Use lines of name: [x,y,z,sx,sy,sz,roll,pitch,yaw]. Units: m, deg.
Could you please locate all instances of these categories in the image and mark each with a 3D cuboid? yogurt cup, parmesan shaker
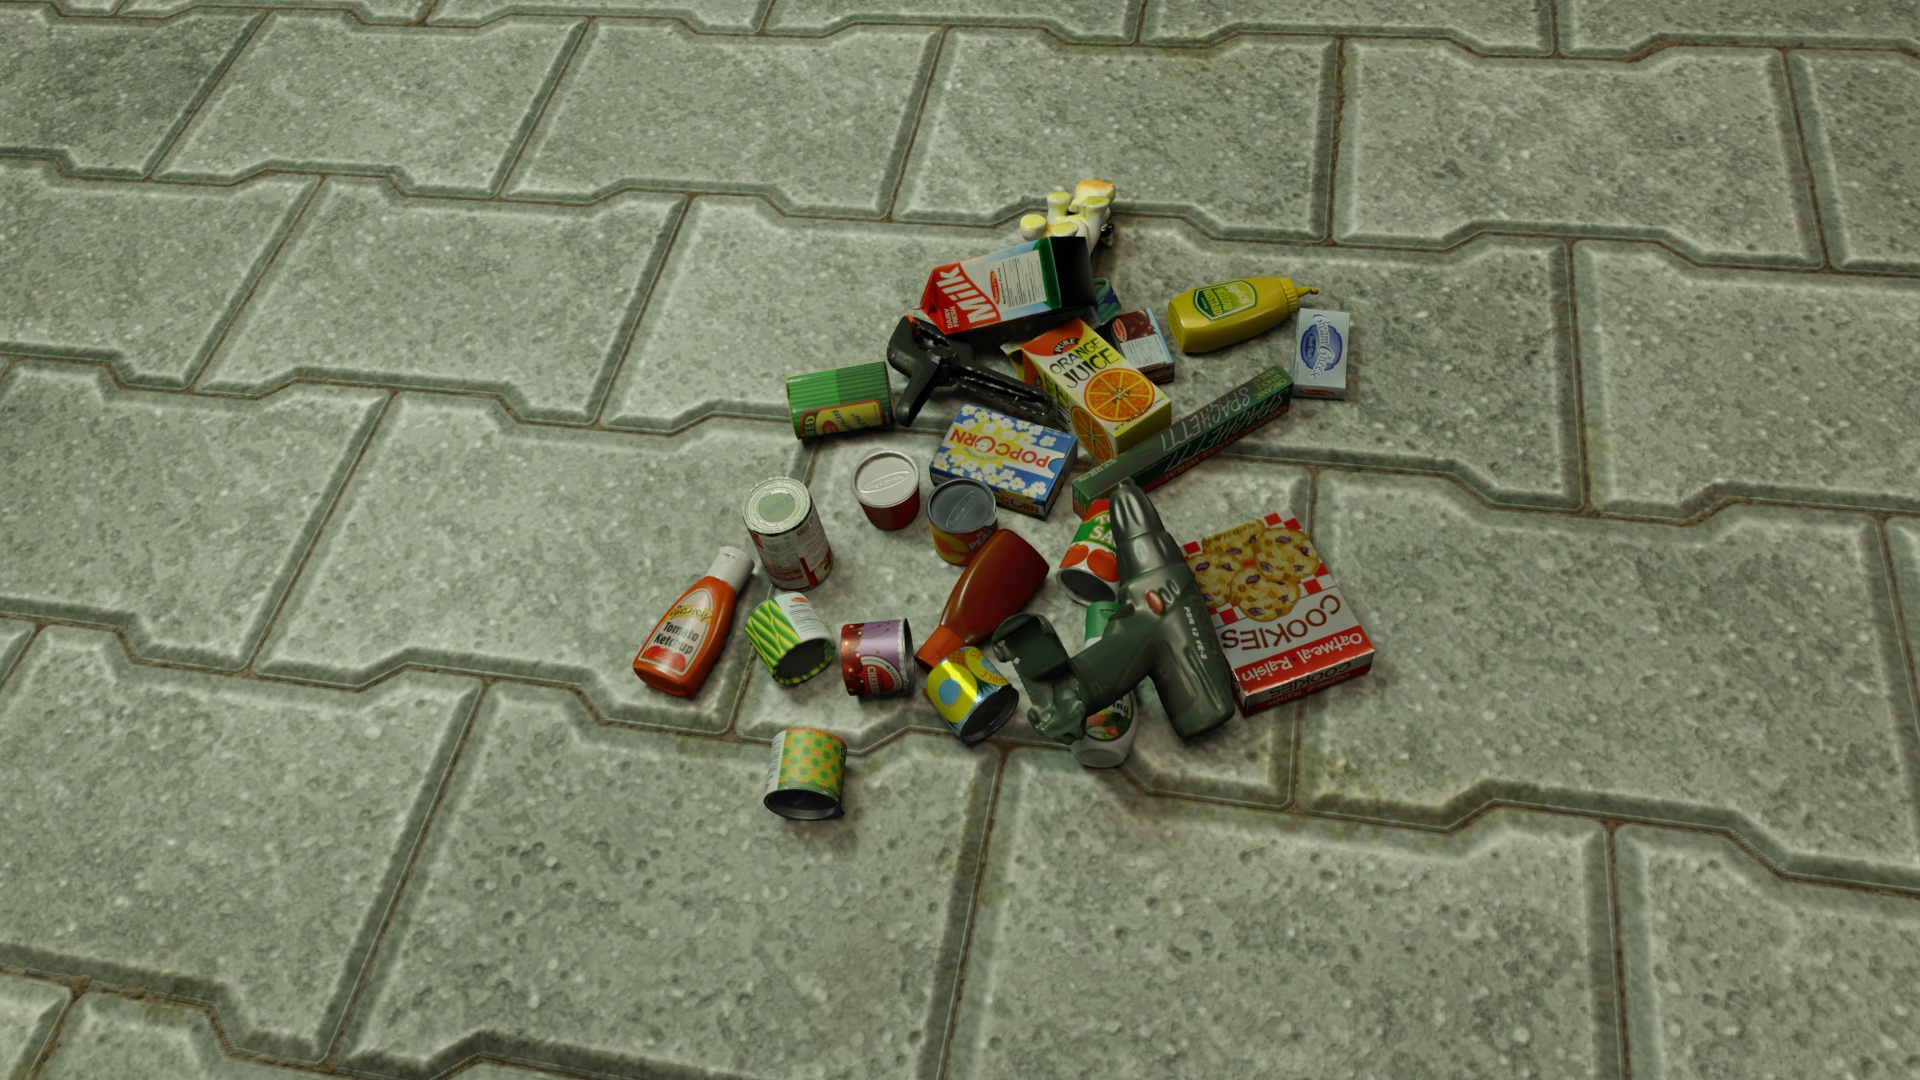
yogurt cup: [-0.070,-0.047,1.362,0.072,0.053,0.073,-3,56,5]
parmesan shaker: [-0.123,-0.146,1.425,0.103,0.071,0.071,-10,55,1]

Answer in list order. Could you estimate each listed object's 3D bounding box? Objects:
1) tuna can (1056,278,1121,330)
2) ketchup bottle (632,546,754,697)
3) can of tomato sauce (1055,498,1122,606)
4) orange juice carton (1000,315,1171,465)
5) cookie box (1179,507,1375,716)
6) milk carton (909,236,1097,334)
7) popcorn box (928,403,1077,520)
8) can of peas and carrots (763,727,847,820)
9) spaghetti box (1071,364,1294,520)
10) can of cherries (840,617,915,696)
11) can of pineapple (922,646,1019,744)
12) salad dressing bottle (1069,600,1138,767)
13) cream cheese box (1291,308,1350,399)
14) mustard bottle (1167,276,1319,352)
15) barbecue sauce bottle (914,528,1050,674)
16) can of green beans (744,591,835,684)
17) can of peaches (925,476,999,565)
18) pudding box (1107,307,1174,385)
tuna can: [0.135,-0.248,1.467,0.071,0.032,0.071,-25,23,12]
ketchup bottle: [-0.245,0.074,1.309,0.065,0.043,0.149,17,59,18]
can of tomato sauce: [0.134,0.012,1.286,0.071,0.071,0.083,19,61,19]
orange juice carton: [0.124,-0.157,1.401,0.072,0.072,0.193,-33,58,-14]
cookie box: [0.277,0.063,1.252,0.123,0.040,0.168,-19,55,-5]
milk carton: [0.040,-0.260,1.442,0.190,0.073,0.072,-7,5,38]
popcorn box: [0.043,-0.079,1.379,0.127,0.038,0.085,18,59,19]
can of peas and carrots: [-0.130,0.202,1.195,0.071,0.070,0.059,-1,56,7]
spaghetti box: [0.220,-0.095,1.360,0.251,0.050,0.029,-30,59,-13]
can of cherries: [-0.074,0.107,1.249,0.058,0.071,0.072,-6,56,4]
can of pineapple: [0.010,0.134,1.220,0.071,0.070,0.058,-35,58,-16]
salad dressing bottle: [0.125,0.125,1.226,0.064,0.043,0.148,5,56,2]
cream cheese box: [0.369,-0.191,1.421,0.053,0.024,0.104,6,57,10]
mustard bottle: [0.299,-0.245,1.452,0.160,0.048,0.065,-17,57,-4]
barbecue sauce bottle: [0.016,0.062,1.278,0.065,0.043,0.149,42,71,-9]
can of green beans: [-0.156,0.090,1.273,0.071,0.071,0.058,-30,58,-12]
can of peaches: [0.005,-0.017,1.330,0.071,0.057,0.071,-3,55,5]
pudding box: [0.188,-0.200,1.447,0.050,0.030,0.084,-15,55,-2]
